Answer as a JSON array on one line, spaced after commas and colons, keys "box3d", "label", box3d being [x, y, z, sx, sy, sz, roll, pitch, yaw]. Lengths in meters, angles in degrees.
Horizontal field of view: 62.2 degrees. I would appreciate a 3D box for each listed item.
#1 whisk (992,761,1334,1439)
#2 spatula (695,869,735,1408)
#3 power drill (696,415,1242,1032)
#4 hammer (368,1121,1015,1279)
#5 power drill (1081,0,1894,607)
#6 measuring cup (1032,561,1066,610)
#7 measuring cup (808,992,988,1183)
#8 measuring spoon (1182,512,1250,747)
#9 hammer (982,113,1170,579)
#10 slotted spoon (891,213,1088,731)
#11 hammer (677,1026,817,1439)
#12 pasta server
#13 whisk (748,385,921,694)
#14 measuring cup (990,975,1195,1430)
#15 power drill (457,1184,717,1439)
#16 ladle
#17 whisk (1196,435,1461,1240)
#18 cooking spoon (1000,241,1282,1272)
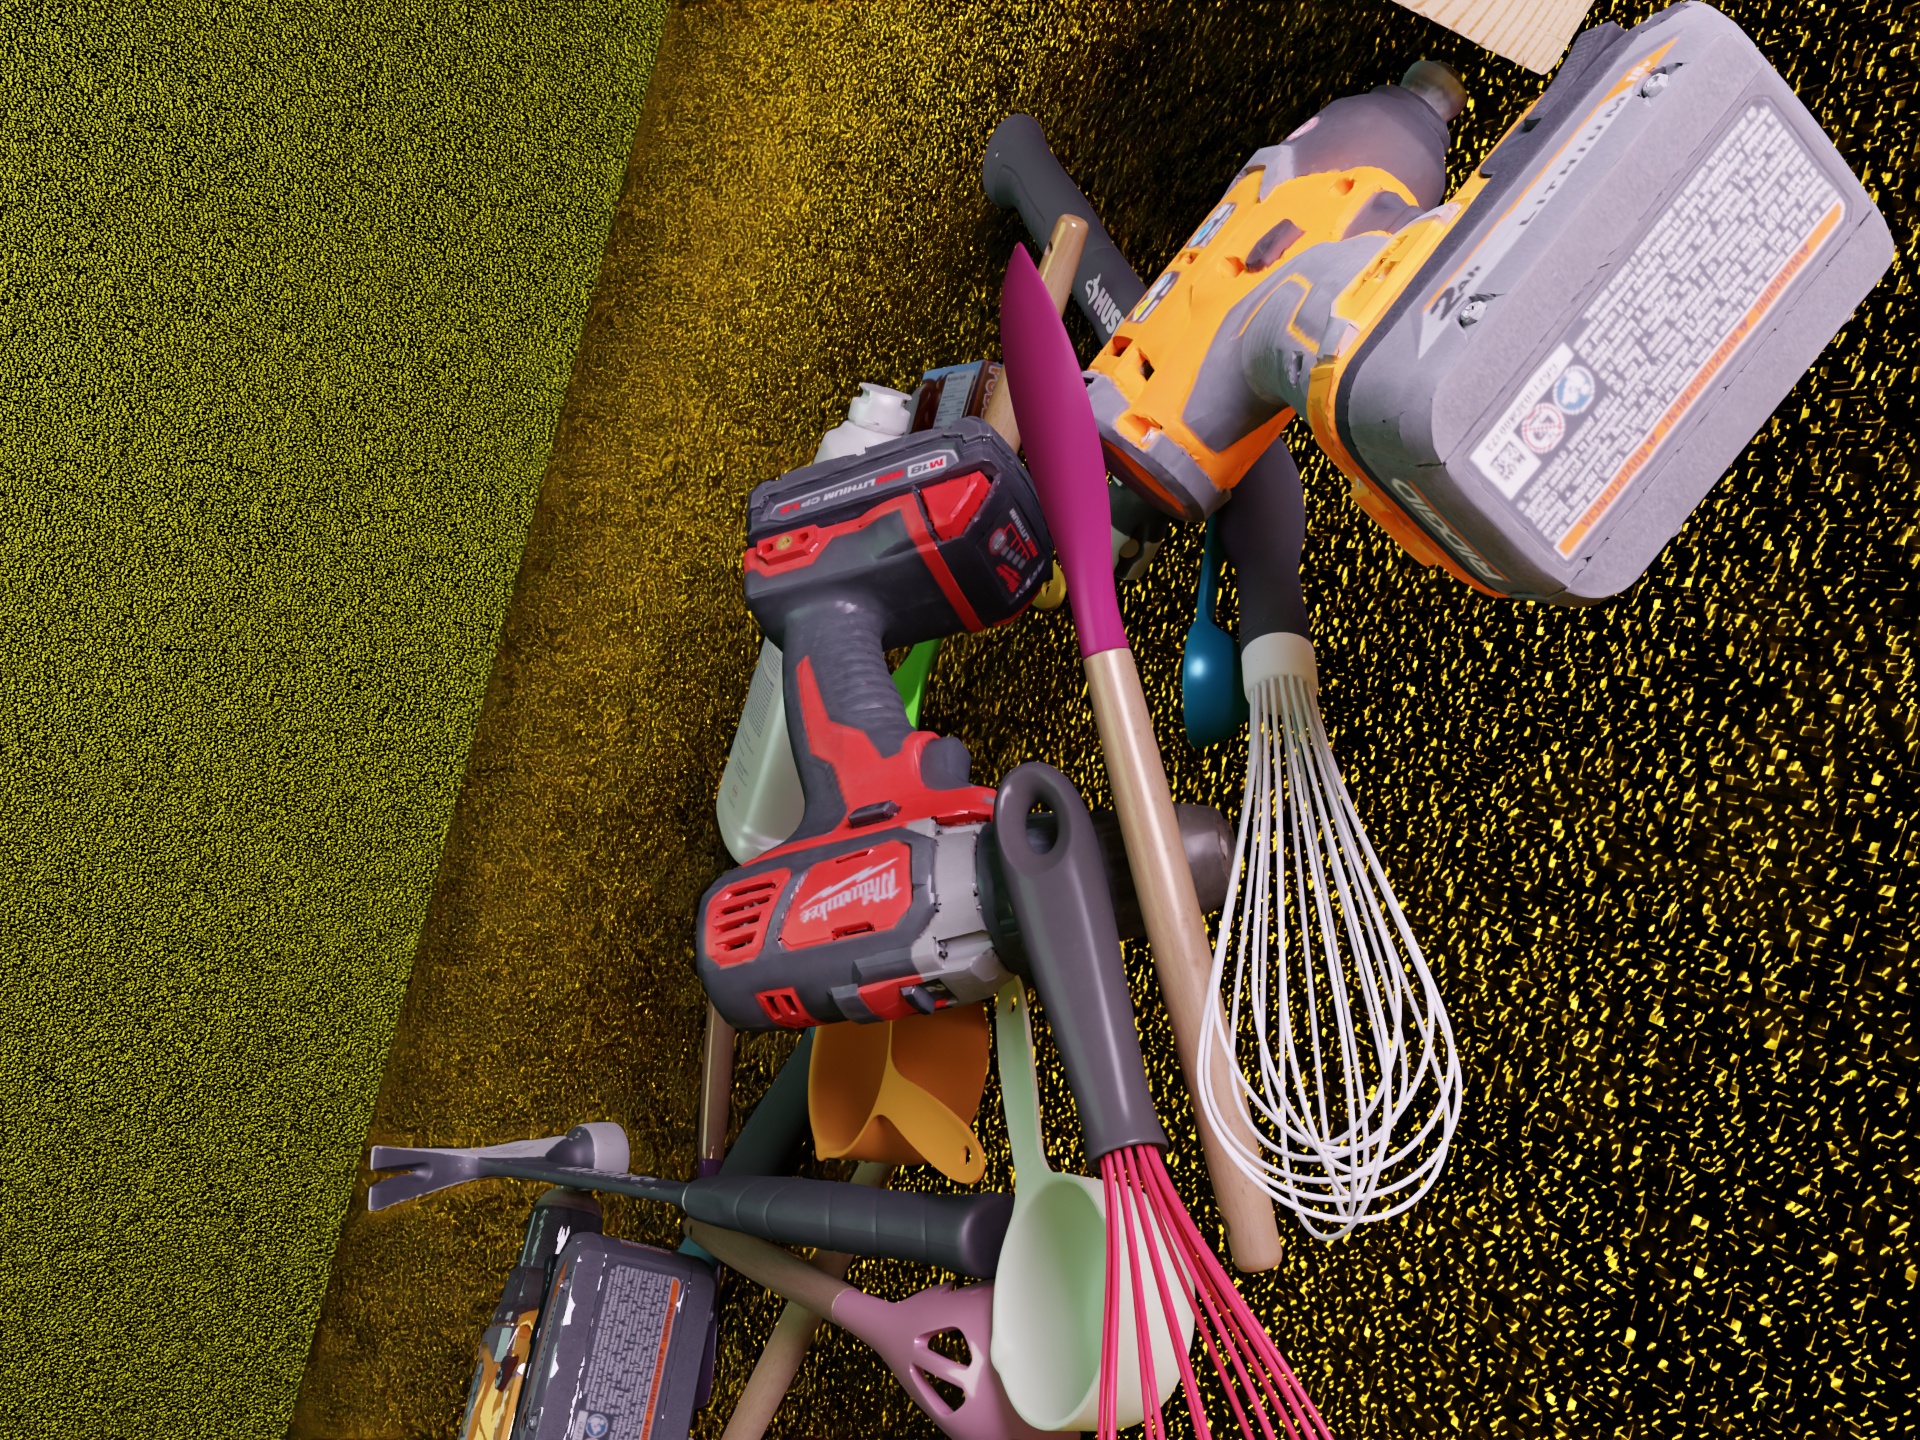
[{"box3d": [0.051, 0.137, 0.431, 0.073, 0.073, 0.296, -52, 42, 44], "label": "whisk"}, {"box3d": [-0.146, 0.235, 0.936, 0.059, 0.018, 0.316, -41, 41, 49], "label": "spatula"}, {"box3d": [-0.001, -0.002, 0.586, 0.188, 0.080, 0.227, -14, 53, 17], "label": "power drill"}, {"box3d": [-0.124, 0.212, 0.714, 0.409, 0.149, 0.036, -12, 75, 47], "label": "hammer"}, {"box3d": [0.125, -0.122, 0.434, 0.164, 0.084, 0.227, -52, 22, 2], "label": "power drill"}, {"box3d": [0.012, -0.080, 0.748, 0.062, 0.029, 0.157, -70, 22, 12], "label": "measuring cup"}, {"box3d": [-0.008, 0.148, 0.631, 0.174, 0.052, 0.095, 18, 93, 65], "label": "measuring cup"}, {"box3d": [0.096, -0.049, 0.554, 0.042, 0.021, 0.129, 61, -144, -56], "label": "measuring spoon"}, {"box3d": [0.060, -0.209, 0.712, 0.146, 0.035, 0.335, -62, 26, 30], "label": "hammer"}, {"box3d": [-0.001, -0.078, 0.727, 0.070, 0.031, 0.313, -117, 40, -49], "label": "slotted spoon"}, {"box3d": [-0.123, 0.255, 0.828, 0.331, 0.033, 0.128, -59, 33, 26], "label": "hammer"}, {"box3d": [-0.050, 0.238, 0.657, 0.316, 0.040, 0.060, -12, 64, 61], "label": "pasta server"}, {"box3d": [-0.065, -0.085, 0.911, 0.239, 0.055, 0.055, -63, 25, 18], "label": "whisk"}, {"box3d": [0.039, 0.154, 0.537, 0.083, 0.038, 0.168, -58, 26, 35], "label": "measuring cup"}, {"box3d": [-0.199, 0.320, 0.819, 0.226, 0.084, 0.185, -42, 33, 52], "label": "power drill"}, {"box3d": [-0.089, 0.329, 0.734, 0.320, 0.062, 0.078, -64, 29, 8], "label": "ladle"}, {"box3d": [0.098, 0.011, 0.471, 0.070, 0.070, 0.285, -50, 29, 46], "label": "whisk"}, {"box3d": [0.050, 0.005, 0.484, 0.068, 0.017, 0.319, 119, 139, -76], "label": "cooking spoon"}]
